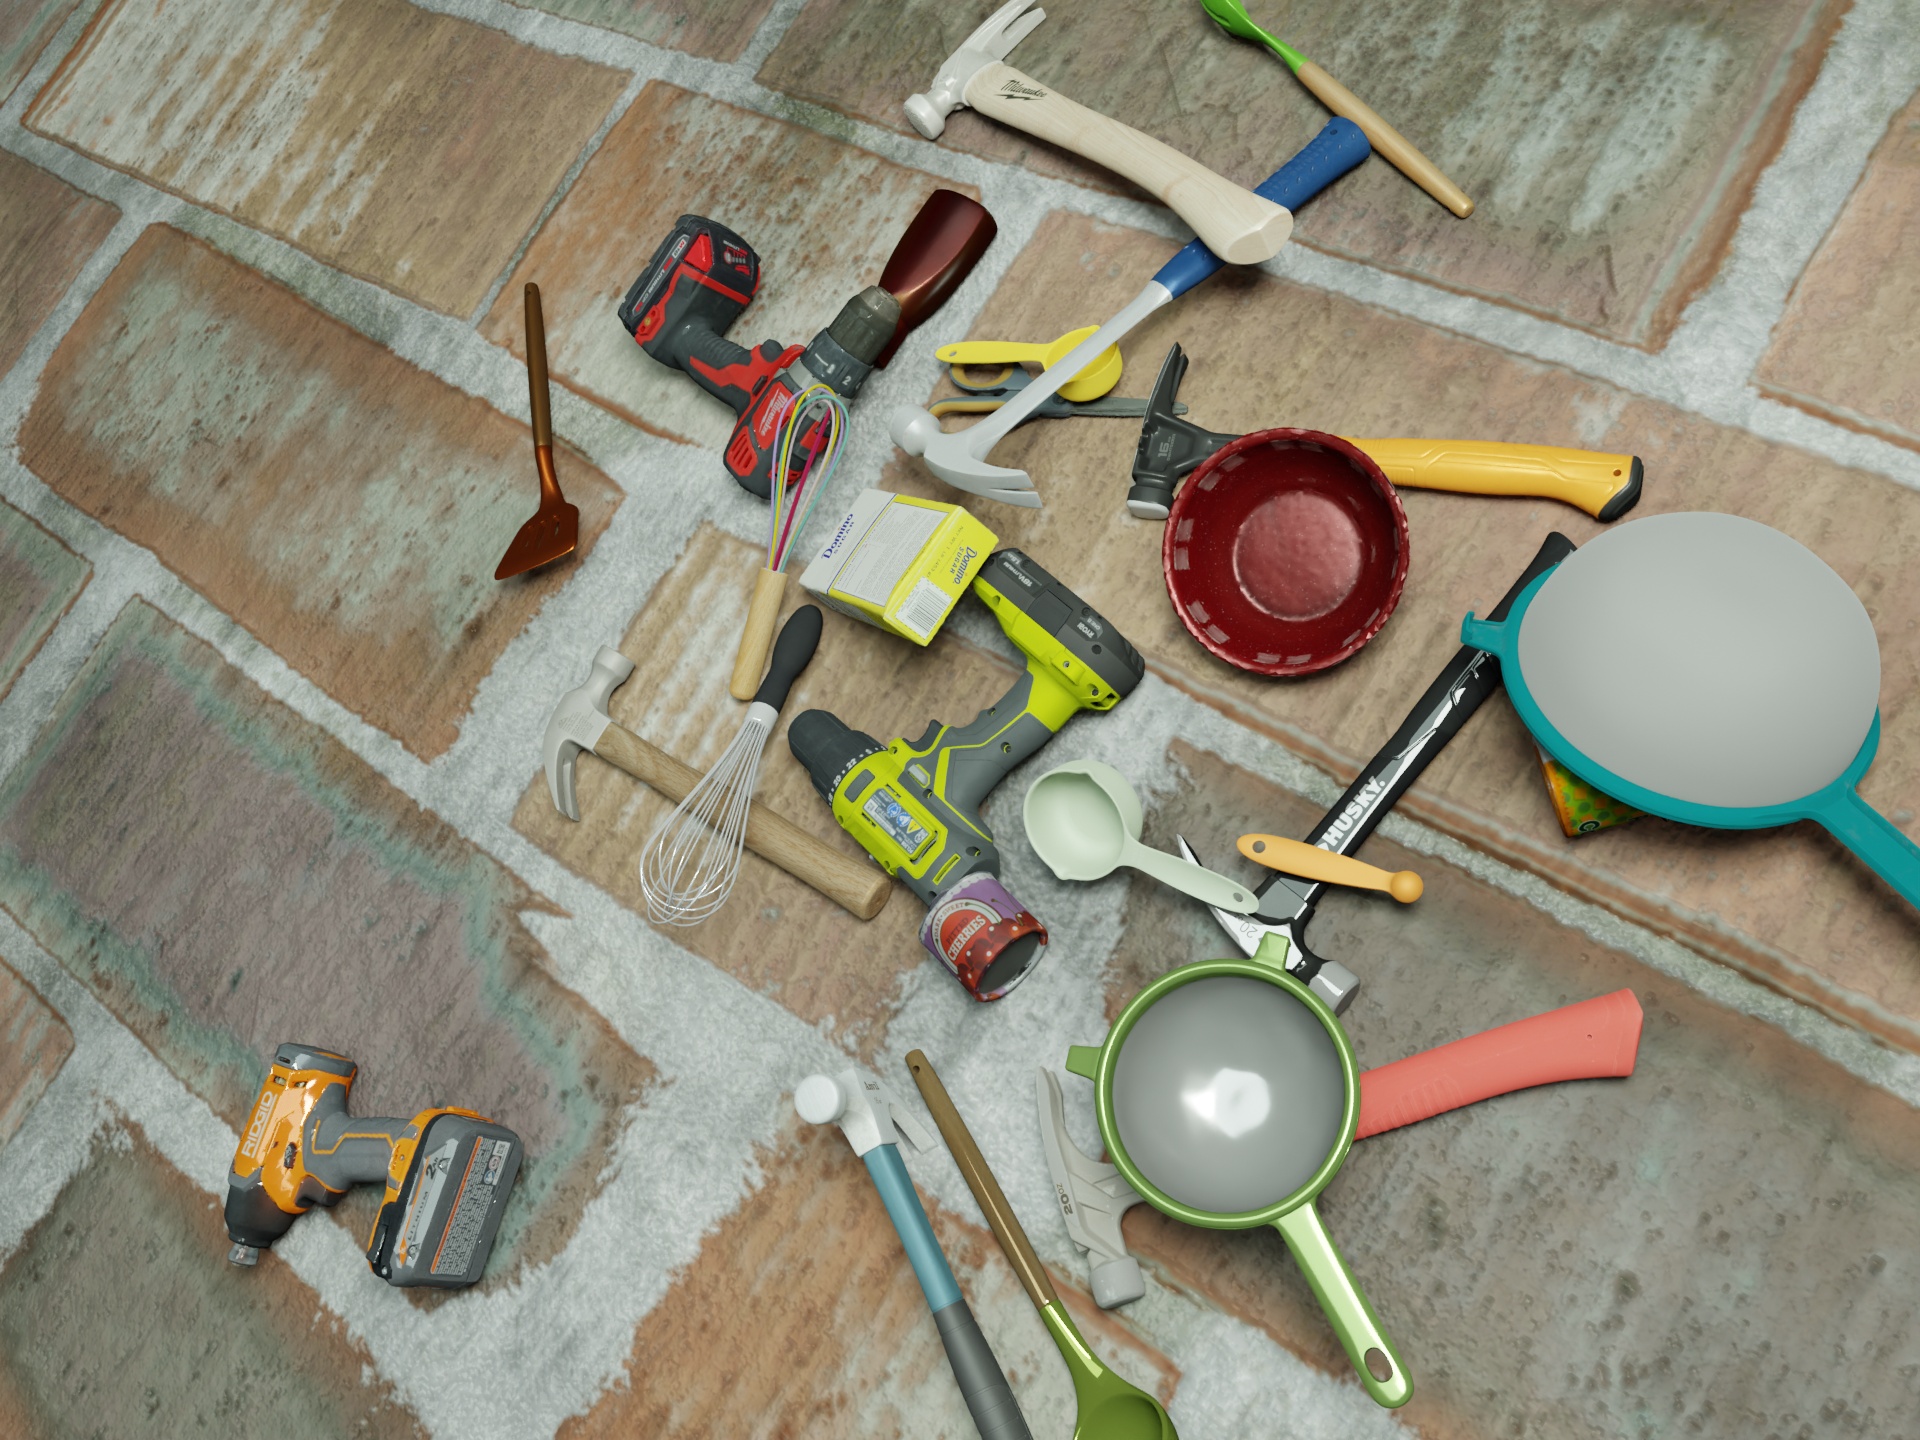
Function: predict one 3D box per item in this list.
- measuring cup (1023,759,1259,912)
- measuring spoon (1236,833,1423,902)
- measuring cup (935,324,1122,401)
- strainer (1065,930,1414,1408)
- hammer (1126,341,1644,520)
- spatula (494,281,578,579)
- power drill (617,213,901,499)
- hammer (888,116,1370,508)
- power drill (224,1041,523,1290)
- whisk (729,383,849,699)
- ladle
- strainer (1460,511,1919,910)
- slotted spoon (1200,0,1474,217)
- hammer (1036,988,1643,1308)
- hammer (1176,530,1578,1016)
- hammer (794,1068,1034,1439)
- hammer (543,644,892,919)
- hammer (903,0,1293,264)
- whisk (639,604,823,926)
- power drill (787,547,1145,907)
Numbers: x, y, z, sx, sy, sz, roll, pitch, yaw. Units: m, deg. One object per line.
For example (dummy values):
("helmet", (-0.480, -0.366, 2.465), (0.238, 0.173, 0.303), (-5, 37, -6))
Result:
("measuring cup", (0.120, 0.079, 1.018), (0.168, 0.038, 0.083), (24, 119, 24))
("measuring spoon", (0.225, 0.088, 0.975), (0.117, 0.011, 0.021), (14, 76, 25))
("measuring cup", (0.051, -0.269, 1.206), (0.156, 0.029, 0.062), (10, 60, 32))
("strainer", (0.180, 0.259, 0.894), (0.151, 0.069, 0.257), (-32, 62, 7))
("hammer", (0.284, -0.184, 1.081), (0.337, 0.034, 0.127), (10, 80, 25))
("spatula", (-0.369, -0.259, 1.382), (0.081, 0.041, 0.323), (-19, 63, 16))
("power drill", (-0.158, -0.311, 1.273), (0.188, 0.080, 0.227), (-49, 61, 18))
("hammer", (0.140, -0.300, 1.144), (0.405, 0.035, 0.144), (-40, 48, -9))
("power drill", (-0.442, 0.339, 1.159), (0.226, 0.084, 0.164), (9, 74, 30))
("whisk", (-0.132, -0.133, 1.204), (0.051, 0.047, 0.245), (17, 97, 5))
("ladle", (0.035, 0.335, 0.974), (0.078, 0.062, 0.320), (-42, 57, 15))
("strainer", (0.452, -0.007, 0.857), (0.211, 0.095, 0.341), (-23, 53, -17))
("slotted spoon", (0.274, -0.476, 1.196), (0.031, 0.070, 0.314), (-48, 64, 22))
("hammer", (0.223, 0.225, 0.949), (0.359, 0.036, 0.149), (-23, 63, 14))
("hammer", (0.281, 0.015, 1.007), (0.146, 0.035, 0.335), (39, 88, 29))
("hammer", (-0.002, 0.365, 0.954), (0.033, 0.128, 0.331), (-31, 71, 10))
("hammer", (-0.188, 0.062, 1.186), (0.331, 0.031, 0.130), (27, 82, 29))
("hammer", (0.114, -0.451, 1.217), (0.146, 0.038, 0.411), (-45, 50, 0))
("whisk", (-0.155, 0.024, 1.143), (0.070, 0.070, 0.285), (5, 54, 24))
("power drill", (-0.002, -0.004, 1.110), (0.228, 0.080, 0.191), (-49, 61, 2))
